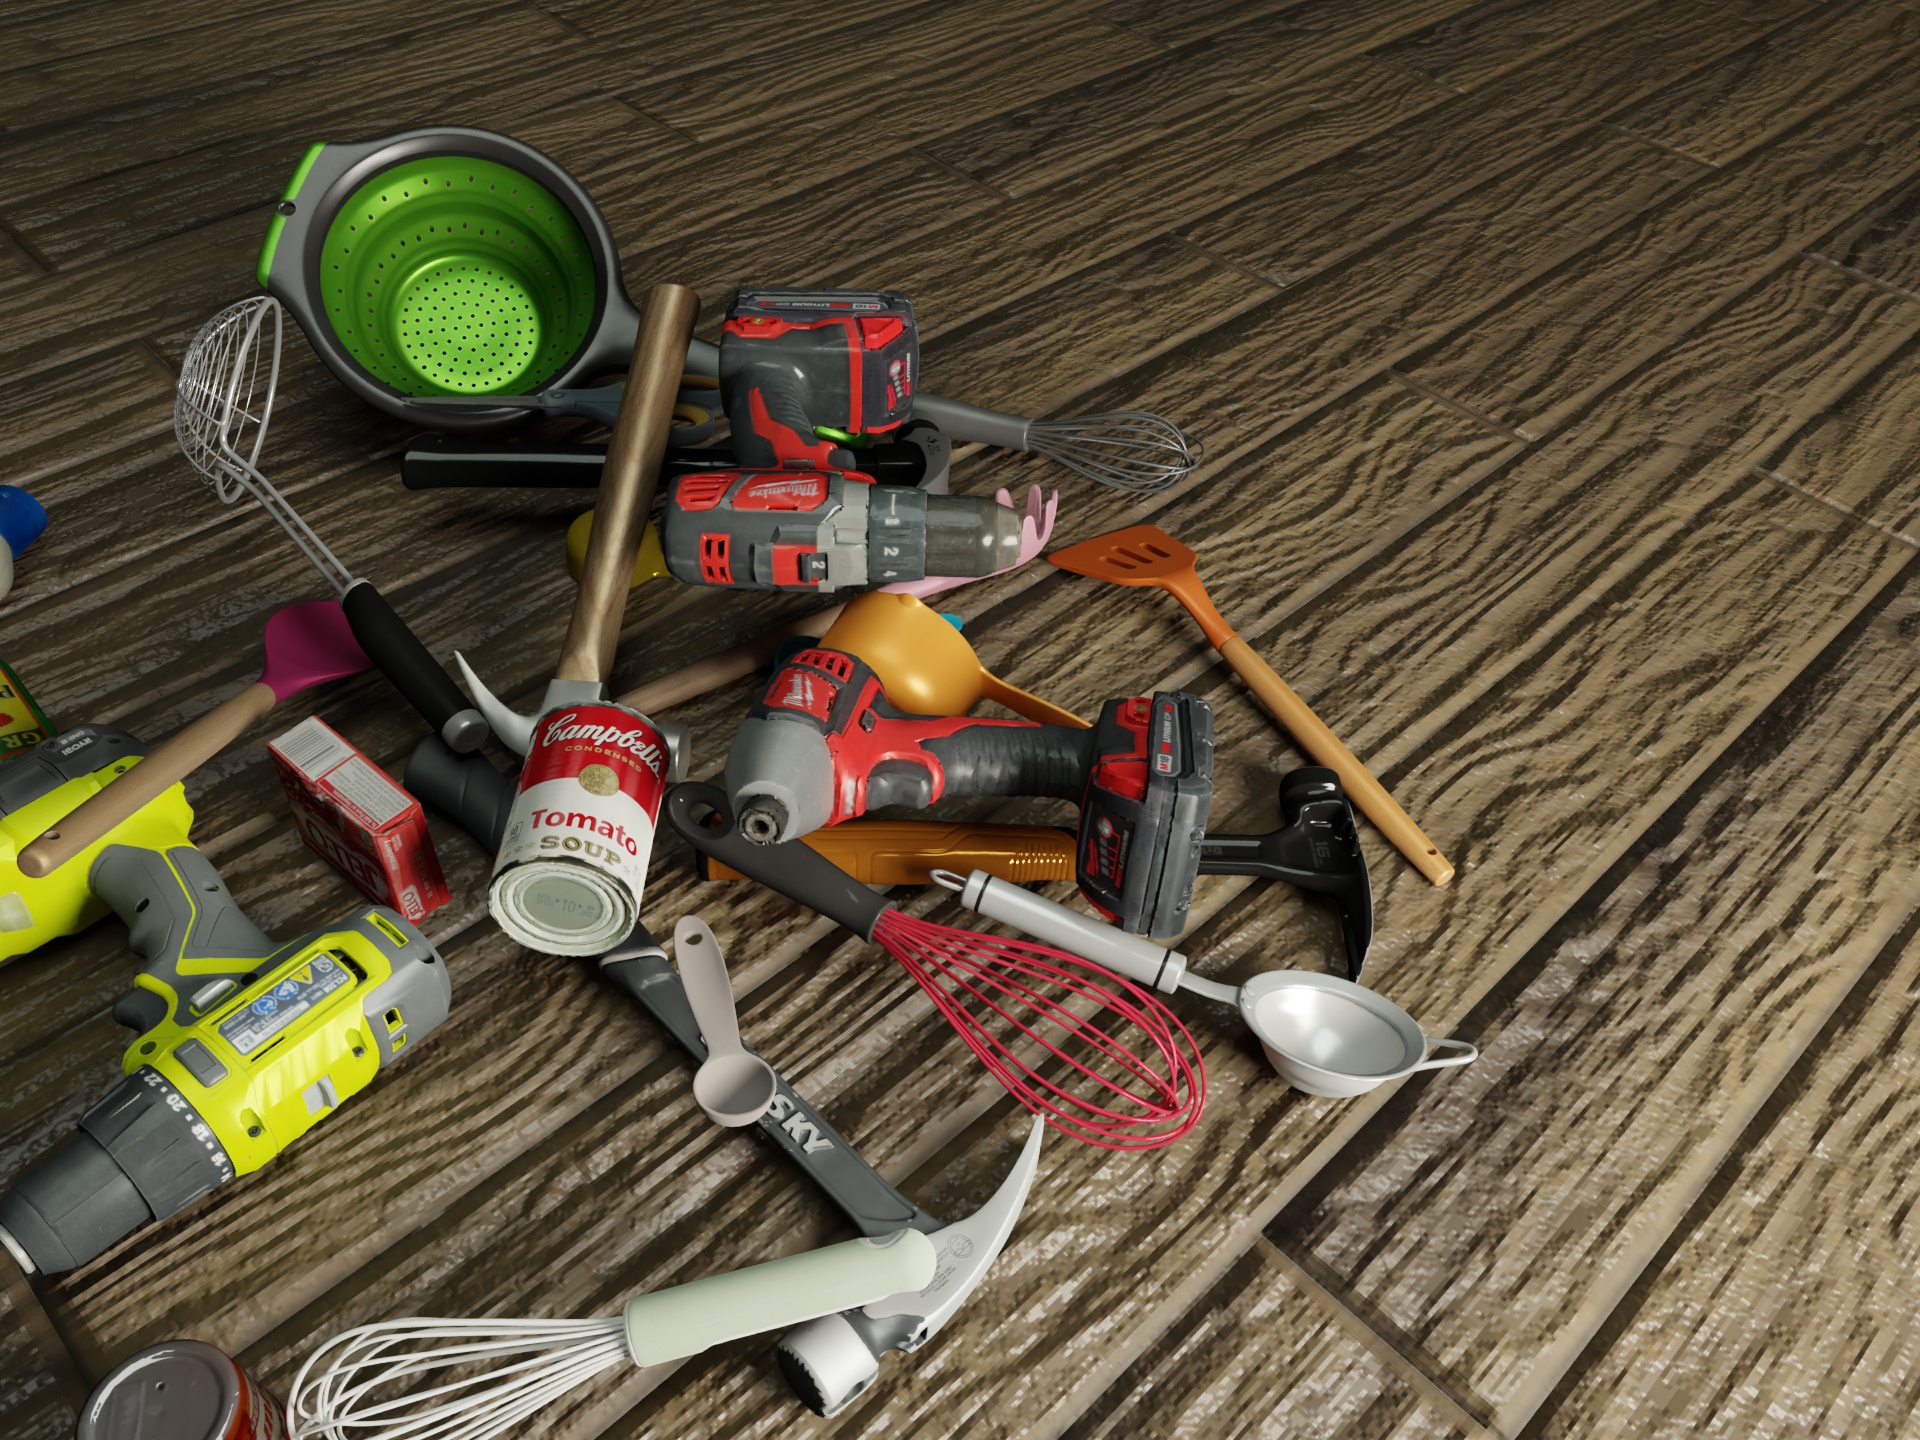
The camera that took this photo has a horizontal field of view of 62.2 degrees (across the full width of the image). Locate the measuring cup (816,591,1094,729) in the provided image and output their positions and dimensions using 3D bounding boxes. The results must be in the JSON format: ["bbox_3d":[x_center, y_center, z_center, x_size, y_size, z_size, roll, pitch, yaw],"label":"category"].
[{"bbox_3d":[-0.001,-0.003,0.836,0.174,0.095,0.052,25,57,16],"label":"measuring cup"}]

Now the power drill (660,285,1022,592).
[{"bbox_3d":[-0.061,-0.154,0.894,0.188,0.080,0.227,1,43,-1],"label":"power drill"}]

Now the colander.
[{"bbox_3d":[-0.254,-0.252,1.070,0.397,0.094,0.204,19,78,-10],"label":"colander"}]

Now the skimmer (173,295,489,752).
[{"bbox_3d":[-0.346,-0.112,0.903,0.090,0.127,0.364,-18,53,-45],"label":"skimmer"}]

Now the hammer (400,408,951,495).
[{"bbox_3d":[-0.170,-0.155,0.981,0.334,0.035,0.146,-1,31,-8],"label":"hammer"}]

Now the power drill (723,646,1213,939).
[{"bbox_3d":[0.002,0.028,0.738,0.219,0.078,0.143,9,26,5],"label":"power drill"}]

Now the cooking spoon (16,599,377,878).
[{"bbox_3d":[-0.356,-0.002,0.780,0.068,0.017,0.319,23,22,-4],"label":"cooking spoon"}]

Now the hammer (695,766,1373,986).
[{"bbox_3d":[0.036,0.073,0.799,0.337,0.034,0.127,1,43,-3],"label":"hammer"}]

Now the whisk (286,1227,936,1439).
[{"bbox_3d":[-0.128,0.231,0.591,0.246,0.058,0.059,-14,86,-2],"label":"whisk"}]

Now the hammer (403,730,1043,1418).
[{"bbox_3d":[-0.135,0.121,0.737,0.149,0.036,0.409,-31,54,-32],"label":"hammer"}]

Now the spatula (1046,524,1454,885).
[{"bbox_3d":[0.168,-0.021,0.914,0.081,0.041,0.323,-20,54,-24],"label":"spatula"}]

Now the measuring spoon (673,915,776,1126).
[{"bbox_3d":[-0.108,0.131,0.697,0.034,0.018,0.124,-8,37,-17],"label":"measuring spoon"}]

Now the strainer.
[{"bbox_3d":[0.104,0.120,0.733,0.258,0.050,0.087,22,23,10],"label":"strainer"}]

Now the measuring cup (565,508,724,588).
[{"bbox_3d":[-0.163,-0.102,0.961,0.156,0.029,0.062,6,44,6],"label":"measuring cup"}]

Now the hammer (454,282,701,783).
[{"bbox_3d":[-0.195,-0.118,0.904,0.130,0.031,0.332,4,62,2],"label":"hammer"}]

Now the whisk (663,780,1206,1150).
[{"bbox_3d":[-0.020,0.103,0.729,0.296,0.073,0.073,29,49,20],"label":"whisk"}]

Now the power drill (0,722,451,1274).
[{"bbox_3d":[-0.368,0.115,0.697,0.229,0.080,0.190,33,50,22],"label":"power drill"}]

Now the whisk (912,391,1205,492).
[{"bbox_3d":[0.046,-0.194,1.063,0.239,0.055,0.055,14,45,16],"label":"whisk"}]

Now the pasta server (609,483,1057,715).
[{"bbox_3d":[-0.072,-0.067,0.930,0.316,0.040,0.060,-25,28,-25],"label":"pasta server"}]

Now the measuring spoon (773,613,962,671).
[{"bbox_3d":[-0.053,-0.037,0.920,0.128,0.021,0.042,-19,65,-34],"label":"measuring spoon"}]
